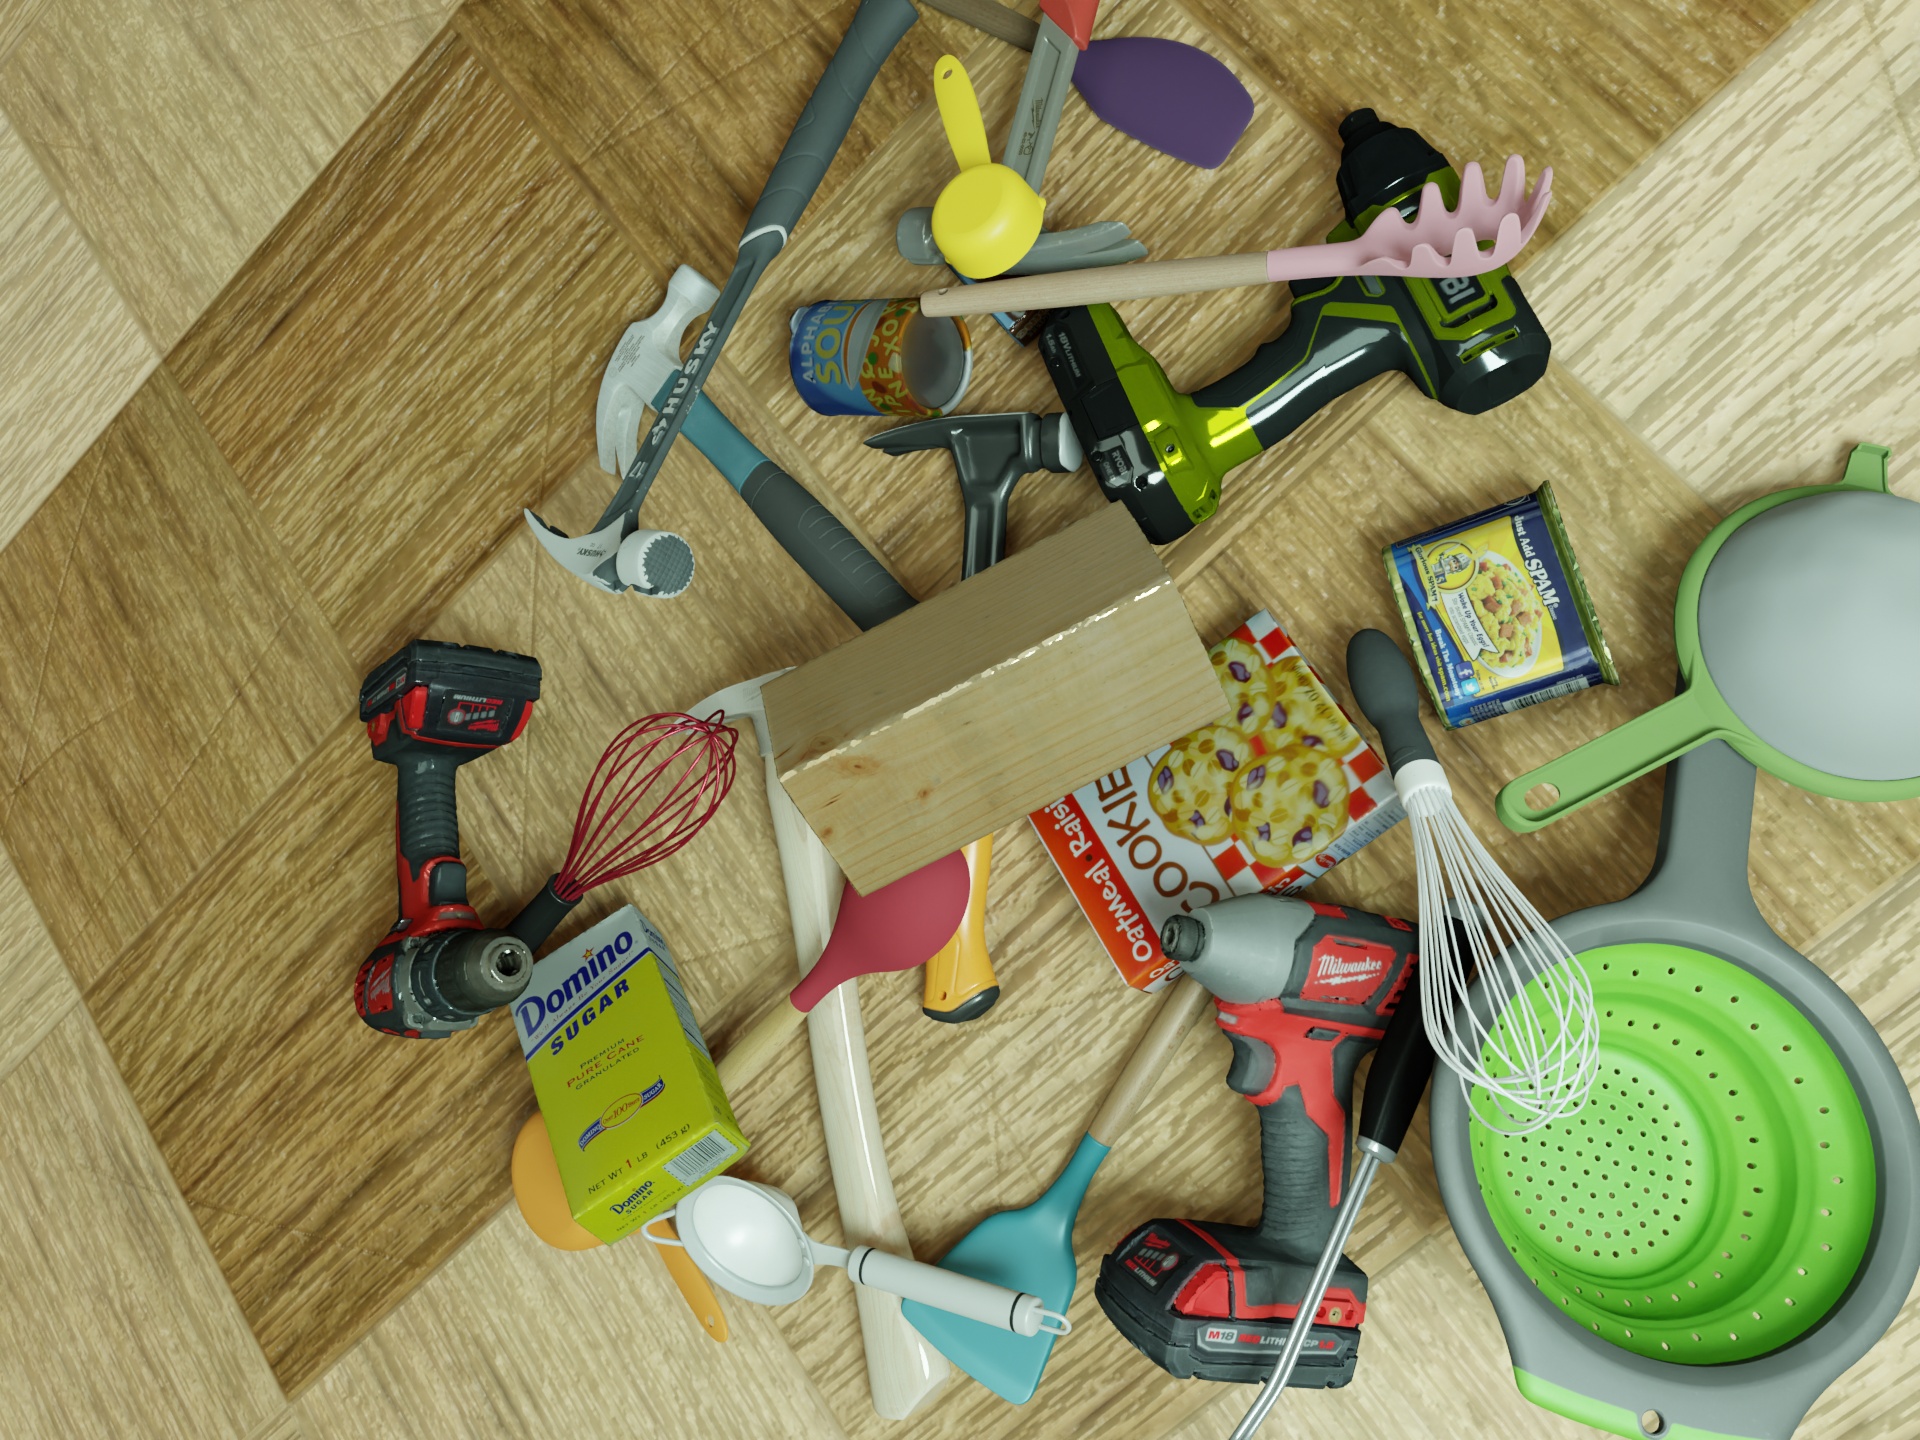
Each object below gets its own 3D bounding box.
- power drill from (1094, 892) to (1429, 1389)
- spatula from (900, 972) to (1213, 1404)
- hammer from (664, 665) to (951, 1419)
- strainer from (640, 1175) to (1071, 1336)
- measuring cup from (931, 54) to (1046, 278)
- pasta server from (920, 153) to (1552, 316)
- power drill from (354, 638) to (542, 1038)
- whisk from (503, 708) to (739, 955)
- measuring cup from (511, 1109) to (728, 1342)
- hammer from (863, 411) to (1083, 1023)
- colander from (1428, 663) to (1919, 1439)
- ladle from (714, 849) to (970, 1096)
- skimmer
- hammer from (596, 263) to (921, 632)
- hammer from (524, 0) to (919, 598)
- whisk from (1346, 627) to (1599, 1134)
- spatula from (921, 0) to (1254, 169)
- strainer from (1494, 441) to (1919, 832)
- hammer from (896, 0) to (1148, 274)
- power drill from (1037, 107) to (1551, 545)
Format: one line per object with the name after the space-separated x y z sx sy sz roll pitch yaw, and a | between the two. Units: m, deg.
0.142 0.192 0.755 0.143 0.078 0.220 13 89 -21 | power drill
0.085 0.199 0.827 0.082 0.044 0.317 33 96 19 | spatula
-0.076 0.176 0.894 0.146 0.038 0.411 -15 81 34 | hammer
-0.056 0.283 0.834 0.258 0.050 0.086 5 116 32 | strainer
0.001 -0.305 0.846 0.062 0.029 0.157 -24 63 22 | measuring cup
0.124 -0.228 0.784 0.316 0.040 0.060 0 46 23 | pasta server
-0.298 0.071 0.934 0.188 0.080 0.227 -20 67 51 | power drill
-0.223 0.088 0.934 0.295 0.073 0.073 -44 69 30 | whisk
-0.197 0.290 0.909 0.174 0.052 0.095 46 118 30 | measuring cup
-0.001 -0.003 0.886 0.127 0.034 0.337 1 86 28 | hammer
0.316 0.114 0.722 0.204 0.094 0.397 14 71 4 | colander
-0.102 0.168 0.876 0.315 0.031 0.069 -47 61 29 | ladle
0.184 0.254 0.686 0.090 0.127 0.363 17 75 34 | skimmer
-0.109 -0.133 0.923 0.128 0.033 0.331 -51 59 12 | hammer
-0.125 -0.257 0.917 0.149 0.036 0.409 12 73 46 | hammer
0.211 0.052 0.692 0.070 0.070 0.285 -25 39 18 | whisk
0.033 -0.405 0.927 0.316 0.018 0.060 34 95 21 | spatula
0.348 -0.022 0.680 0.256 0.069 0.152 -26 72 -6 | strainer
0.073 -0.416 0.874 0.149 0.036 0.359 10 81 35 | hammer
0.163 -0.203 0.823 0.223 0.080 0.171 -26 70 15 | power drill
